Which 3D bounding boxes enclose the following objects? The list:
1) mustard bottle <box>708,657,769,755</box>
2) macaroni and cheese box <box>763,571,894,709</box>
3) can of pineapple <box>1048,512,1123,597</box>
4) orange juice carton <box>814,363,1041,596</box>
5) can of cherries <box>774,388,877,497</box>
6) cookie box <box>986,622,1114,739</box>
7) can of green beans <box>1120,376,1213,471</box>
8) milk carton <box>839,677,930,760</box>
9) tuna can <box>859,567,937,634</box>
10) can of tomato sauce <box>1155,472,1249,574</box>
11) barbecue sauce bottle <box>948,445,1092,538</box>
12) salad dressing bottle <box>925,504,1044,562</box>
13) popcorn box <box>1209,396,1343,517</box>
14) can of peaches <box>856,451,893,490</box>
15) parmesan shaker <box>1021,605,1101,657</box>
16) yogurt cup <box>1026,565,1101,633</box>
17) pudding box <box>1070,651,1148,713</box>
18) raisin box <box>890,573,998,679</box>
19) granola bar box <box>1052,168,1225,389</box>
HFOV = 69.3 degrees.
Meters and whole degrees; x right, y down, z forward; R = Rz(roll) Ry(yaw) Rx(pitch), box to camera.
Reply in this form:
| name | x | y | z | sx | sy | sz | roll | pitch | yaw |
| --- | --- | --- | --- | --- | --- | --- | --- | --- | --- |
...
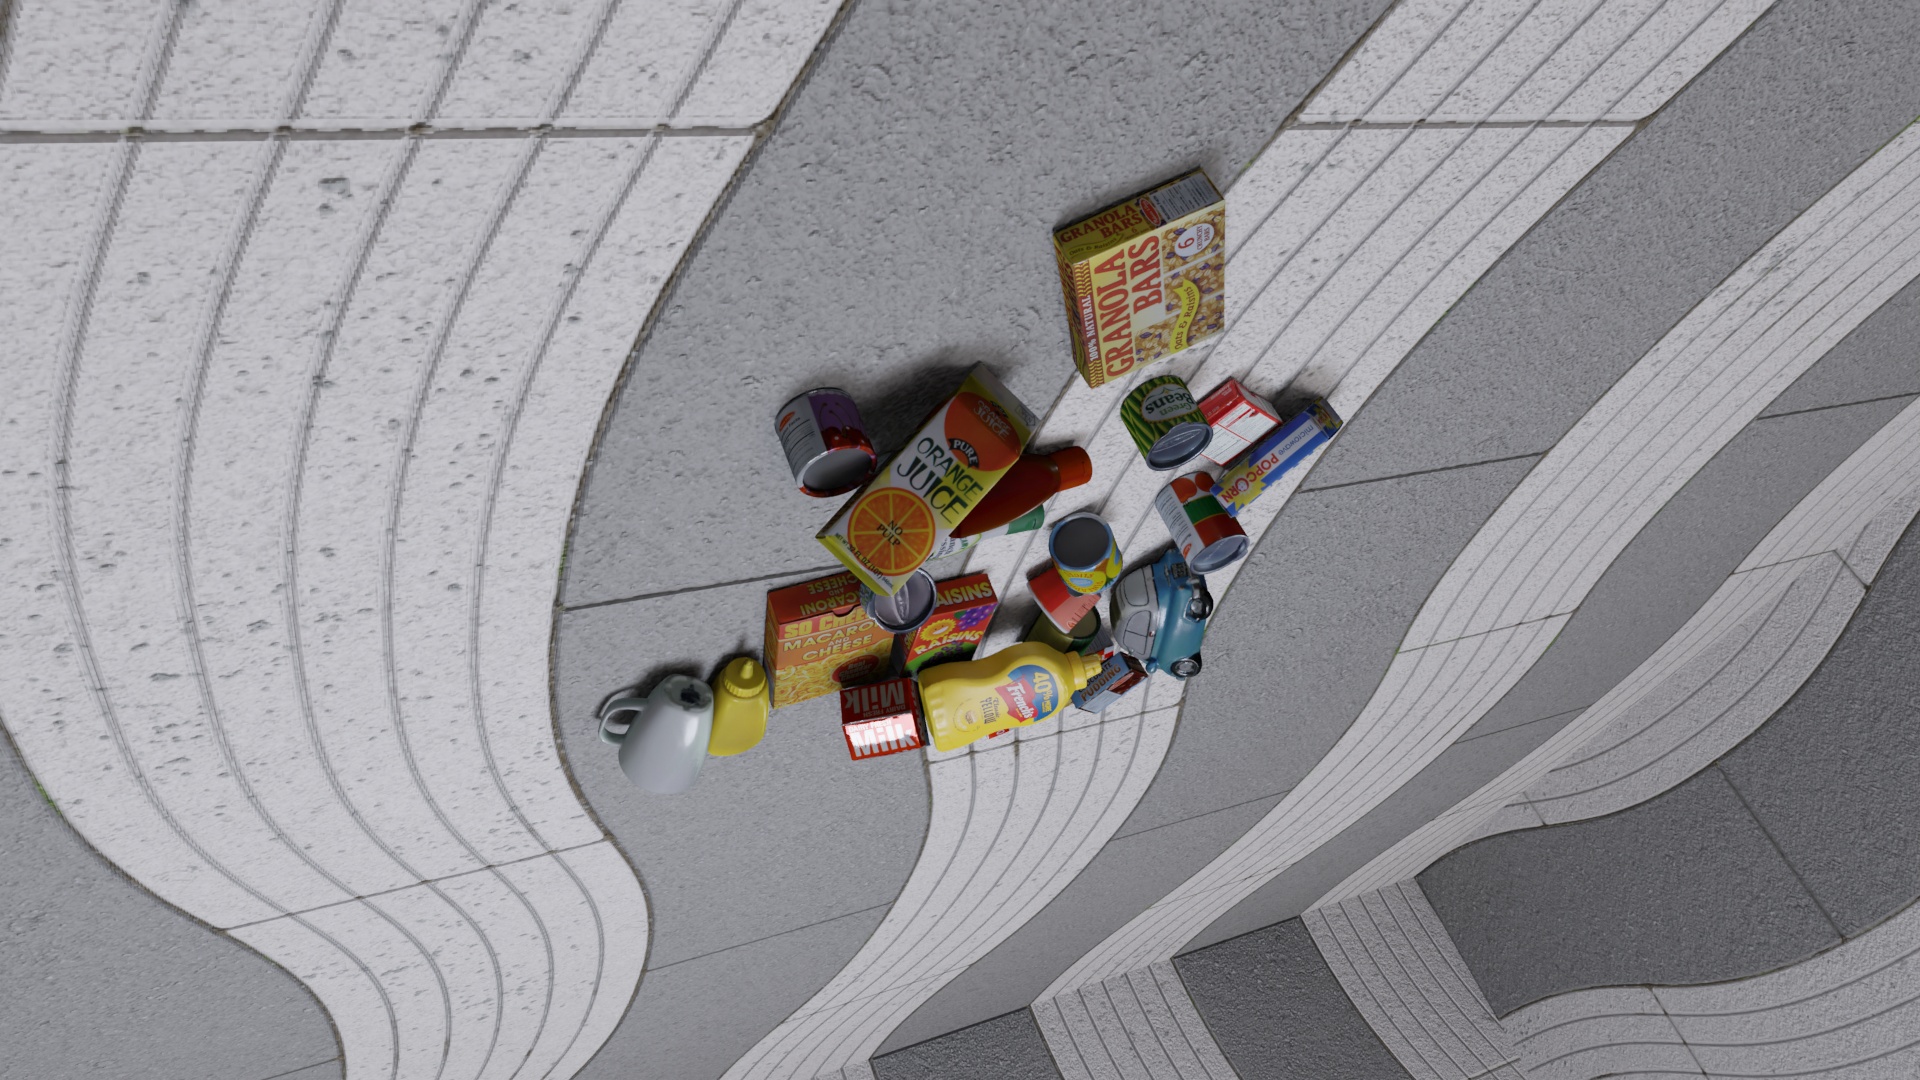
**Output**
| name | x | y | z | sx | sy | sz | roll | pitch | yaw |
| --- | --- | --- | --- | --- | --- | --- | --- | --- | --- |
| mustard bottle | -0.219 | 0.157 | 1.375 | 0.065 | 0.049 | 0.159 | -8 | 146 | -25 |
| macaroni and cheese box | -0.126 | 0.095 | 1.353 | 0.124 | 0.040 | 0.165 | -15 | 150 | -19 |
| can of pineapple | 0.124 | 0.015 | 1.383 | 0.071 | 0.071 | 0.057 | -27 | 150 | 3 |
| orange juice carton | -0.022 | -0.049 | 1.104 | 0.193 | 0.072 | 0.073 | -48 | -171 | -9 |
| can of cherries | -0.102 | -0.075 | 1.077 | 0.071 | 0.058 | 0.071 | -18 | 150 | -11 |
| cookie box | 0.097 | 0.166 | 1.639 | 0.168 | 0.040 | 0.122 | -22 | 151 | -8 |
| can of green beans | 0.184 | -0.105 | 1.245 | 0.071 | 0.058 | 0.071 | -19 | 150 | -11 |
| milk carton | -0.077 | 0.184 | 1.426 | 0.072 | 0.073 | 0.190 | -11 | 172 | 2 |
| tuna can | -0.060 | 0.051 | 1.277 | 0.071 | 0.033 | 0.070 | -8 | 109 | -25 |
| can of tomato sauce | 0.246 | -0.018 | 1.408 | 0.071 | 0.083 | 0.071 | -19 | 150 | -11 |
| barbecue sauce bottle | 0.048 | -0.050 | 1.235 | 0.149 | 0.064 | 0.043 | -17 | -166 | -27 |
| salad dressing bottle | 0.005 | -0.016 | 1.268 | 0.148 | 0.044 | 0.064 | -12 | 138 | -23 |
| popcorn box | 0.311 | -0.083 | 1.364 | 0.126 | 0.038 | 0.085 | -42 | 176 | 28 |
| can of peaches | -0.048 | -0.035 | 1.183 | 0.071 | 0.058 | 0.071 | -19 | 150 | -11 |
| parmesan shaker | 0.109 | 0.112 | 1.528 | 0.071 | 0.071 | 0.102 | -8 | 146 | -27 |
| yogurt cup | 0.110 | 0.054 | 1.444 | 0.054 | 0.072 | 0.072 | -39 | 149 | 9 |
| pudding box | 0.173 | 0.168 | 1.629 | 0.083 | 0.030 | 0.049 | -38 | 148 | 19 |
| raisin box | -0.019 | 0.088 | 1.426 | 0.086 | 0.040 | 0.122 | -11 | 149 | -22 |
| granola bar box | 0.142 | -0.199 | 1.080 | 0.124 | 0.039 | 0.165 | -24 | 151 | -3 |
